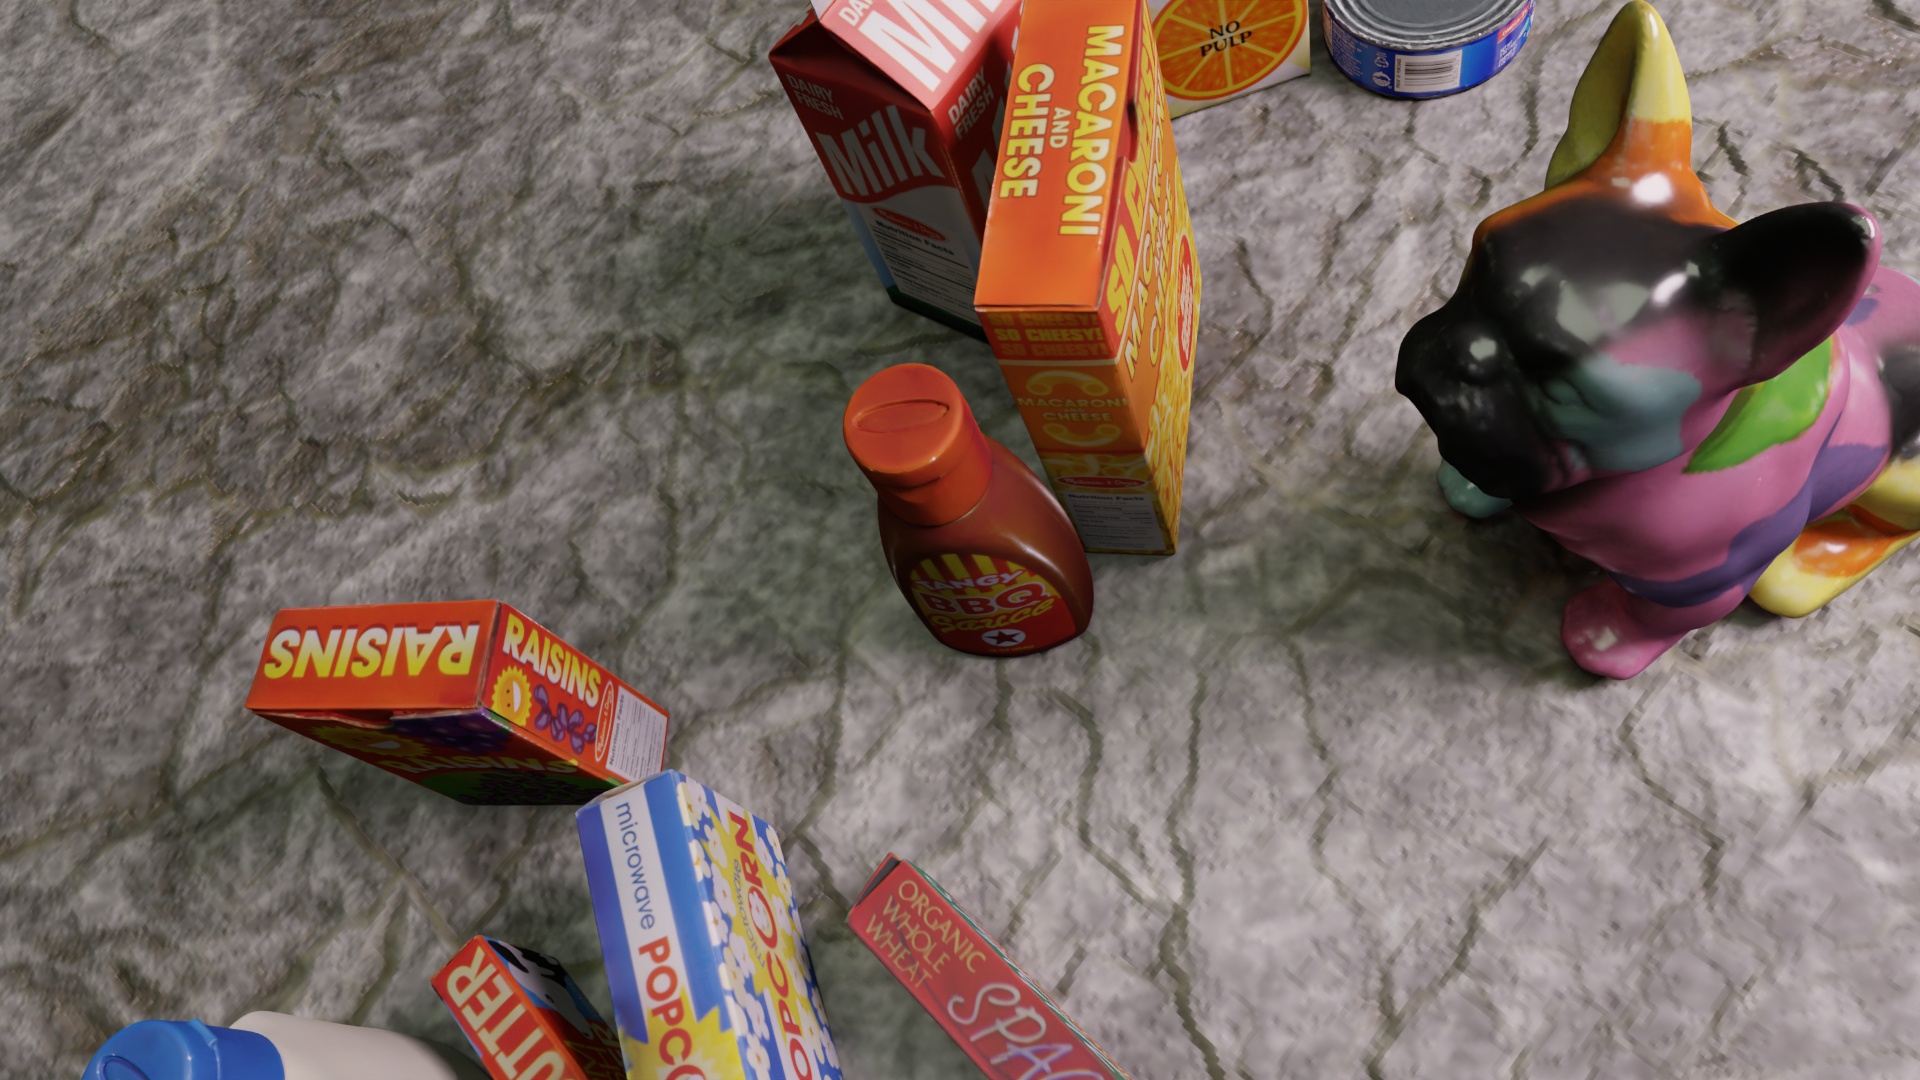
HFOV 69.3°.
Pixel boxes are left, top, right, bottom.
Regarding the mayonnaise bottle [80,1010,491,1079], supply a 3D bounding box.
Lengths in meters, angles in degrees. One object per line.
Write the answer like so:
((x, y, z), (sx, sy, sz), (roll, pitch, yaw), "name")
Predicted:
((-0.200, 0.174, 0.428), (0.065, 0.147, 0.041), (27, 76, 25), "mayonnaise bottle")

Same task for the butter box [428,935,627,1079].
((-0.129, 0.178, 0.460), (0.024, 0.053, 0.104), (-45, 62, -8), "butter box")

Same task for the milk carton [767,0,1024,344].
((-0.005, -0.155, 0.507), (0.073, 0.190, 0.072), (27, 75, 25), "milk carton")

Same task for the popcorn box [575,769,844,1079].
((-0.075, 0.145, 0.443), (0.038, 0.085, 0.127), (-23, 61, 4), "popcorn box")

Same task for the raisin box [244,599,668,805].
((-0.169, 0.061, 0.488), (0.086, 0.123, 0.040), (-2, 65, 15), "raisin box")

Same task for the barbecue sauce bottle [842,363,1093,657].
((0.002, -0.006, 0.457), (0.065, 0.148, 0.044), (-7, 64, 13), "barbecue sauce bottle")

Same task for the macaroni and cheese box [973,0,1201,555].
((0.051, -0.085, 0.471), (0.040, 0.166, 0.124), (2, 66, 17), "macaroni and cheese box")

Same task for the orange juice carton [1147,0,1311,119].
((0.085, -0.257, 0.529), (0.073, 0.192, 0.072), (-17, 62, 8), "orange juice carton")

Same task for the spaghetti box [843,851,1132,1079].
((0.060, 0.188, 0.404), (0.029, 0.050, 0.250), (-46, 62, -8), "spaghetti box")
